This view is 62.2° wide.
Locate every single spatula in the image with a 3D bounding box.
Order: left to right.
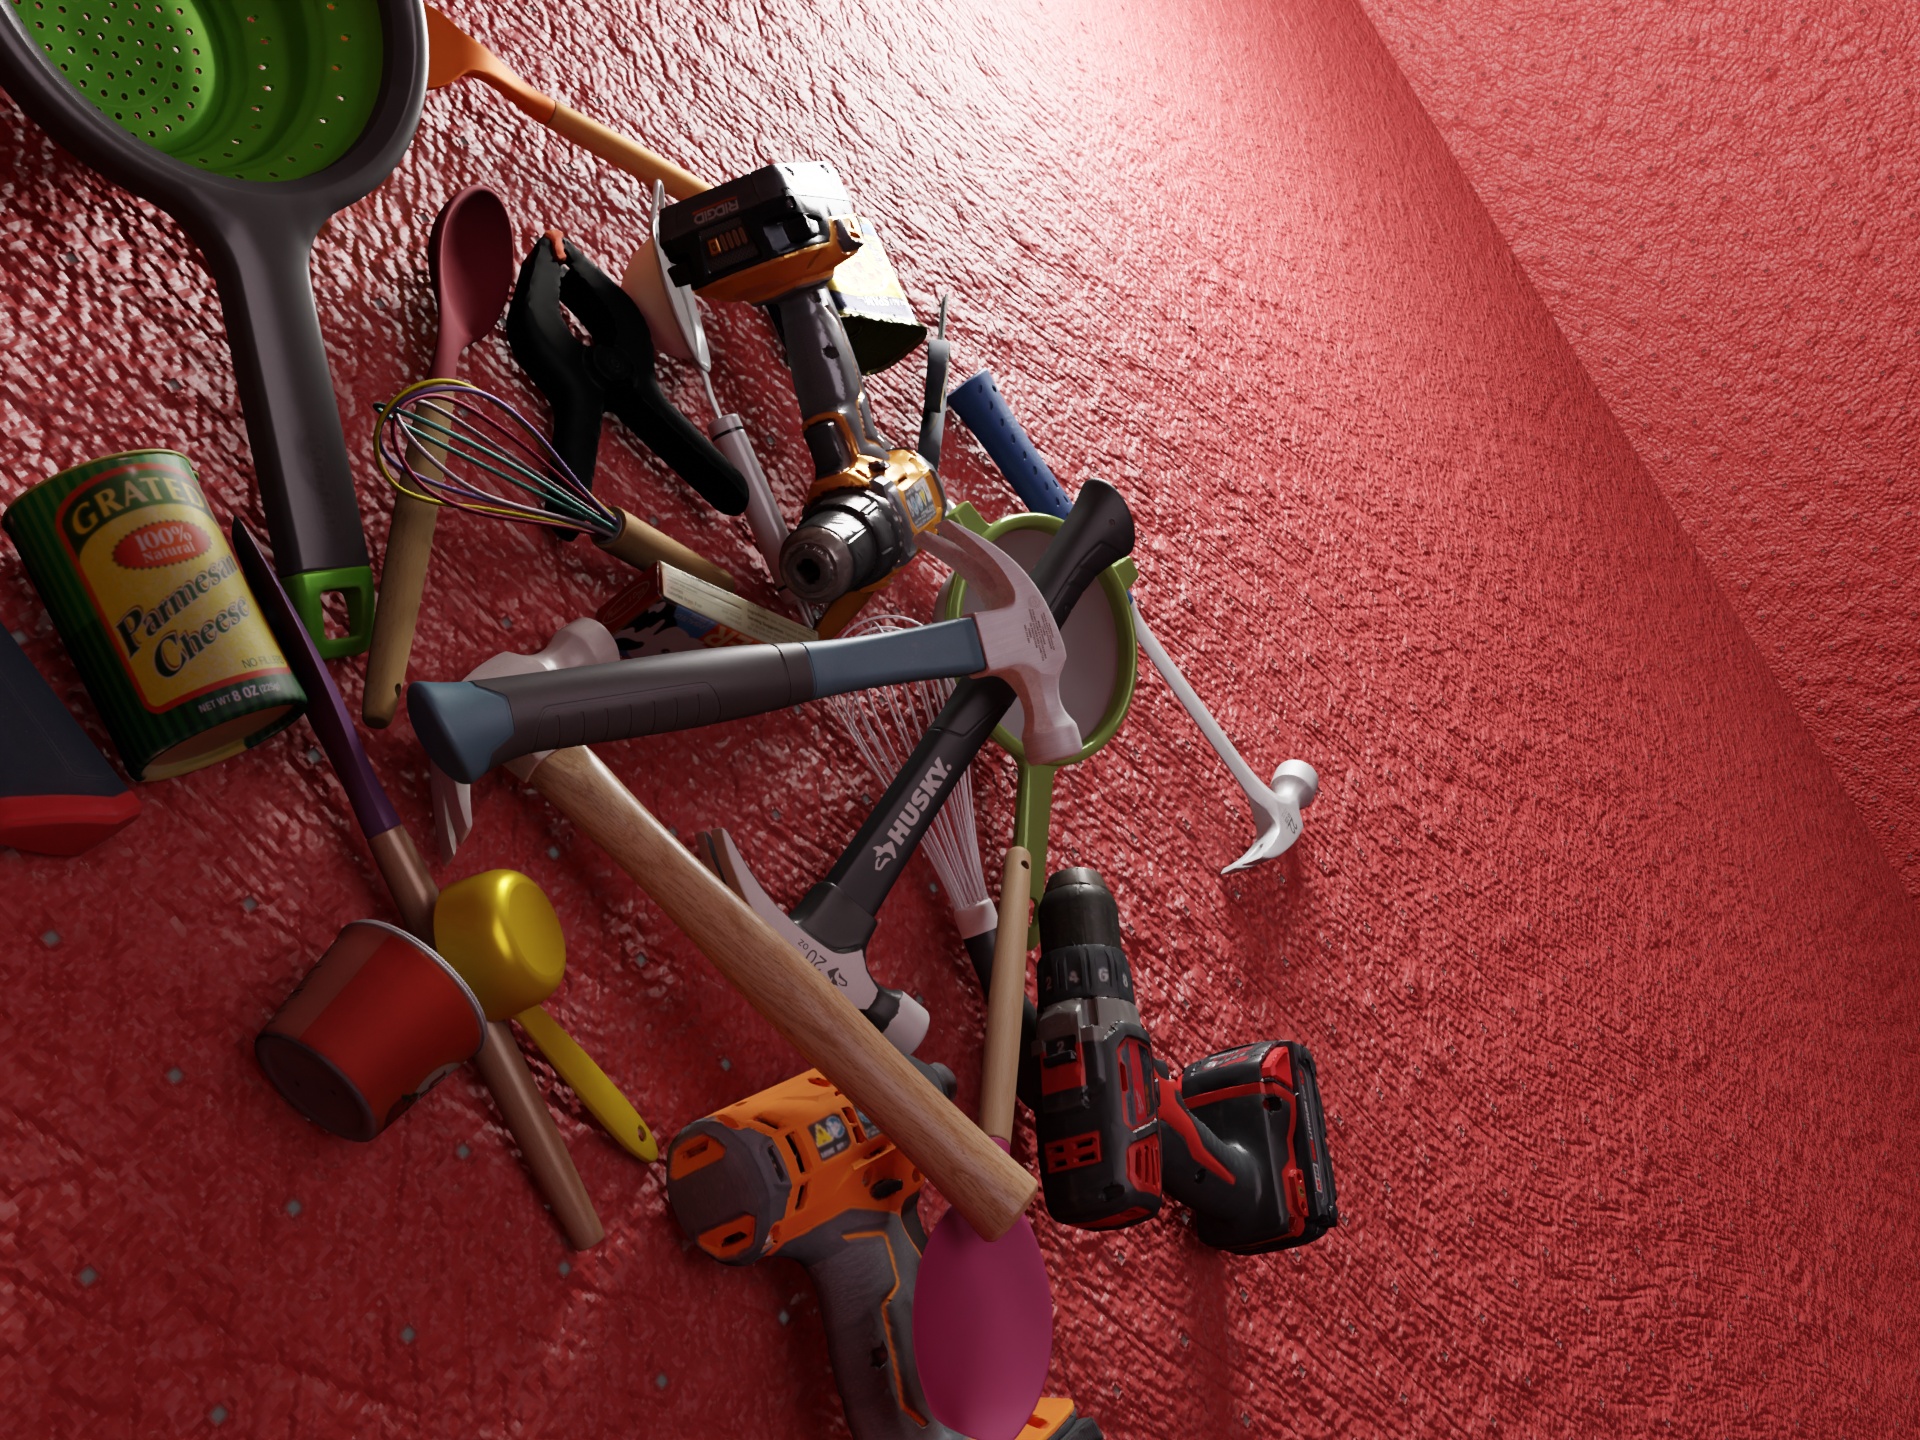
[{"bbox_3d":[-0.213,0.066,0.622,0.018,0.060,0.316,-27,95,-28],"label":"spatula"},{"bbox_3d":[-0.219,-0.327,0.896,0.322,0.041,0.081,14,56,-50],"label":"spatula"}]

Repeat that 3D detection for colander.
[{"bbox_3d":[-0.319,-0.218,0.663,0.204,0.094,0.397,-16,98,-53],"label":"colander"}]

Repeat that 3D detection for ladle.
[{"bbox_3d":[-0.235,-0.127,0.710,0.069,0.031,0.316,78,6,-54],"label":"ladle"}]

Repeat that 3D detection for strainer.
[{"bbox_3d":[-0.135,-0.168,0.875,0.087,0.050,0.258,-56,122,-86],"label":"strainer"},{"bbox_3d":[0.029,0.007,0.944,0.151,0.069,0.256,12,77,-39],"label":"strainer"}]

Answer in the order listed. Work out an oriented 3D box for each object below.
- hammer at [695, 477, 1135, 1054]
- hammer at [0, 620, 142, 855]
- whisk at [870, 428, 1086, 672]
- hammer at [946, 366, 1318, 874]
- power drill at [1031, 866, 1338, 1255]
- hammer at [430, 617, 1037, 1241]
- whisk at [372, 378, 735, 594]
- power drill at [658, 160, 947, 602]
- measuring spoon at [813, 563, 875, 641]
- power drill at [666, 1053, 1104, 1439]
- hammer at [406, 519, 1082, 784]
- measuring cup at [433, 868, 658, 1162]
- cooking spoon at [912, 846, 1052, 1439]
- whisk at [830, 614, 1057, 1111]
[{"bbox_3d":[-0.001,-0.003,0.829,0.146,0.035,0.335,42,63,-18],"label":"hammer"},{"bbox_3d":[-0.397,-0.124,0.534,0.386,0.038,0.143,55,35,-8],"label":"hammer"},{"bbox_3d":[0.012,-0.104,1.004,0.246,0.059,0.058,43,48,-16],"label":"whisk"},{"bbox_3d":[0.120,-0.069,1.118,0.405,0.035,0.144,53,37,-11],"label":"hammer"},{"bbox_3d":[0.115,0.195,0.879,0.226,0.080,0.188,32,45,-44],"label":"power drill"},{"bbox_3d":[-0.096,0.097,0.683,0.331,0.031,0.130,44,42,5],"label":"hammer"},{"bbox_3d":[-0.179,-0.094,0.732,0.244,0.051,0.047,29,69,-62],"label":"whisk"},{"bbox_3d":[-0.082,-0.177,0.857,0.185,0.084,0.226,-56,128,-66],"label":"power drill"},{"bbox_3d":[-0.064,-0.064,0.906,0.117,0.011,0.021,-59,139,-54],"label":"measuring spoon"},{"bbox_3d":[-0.020,0.259,0.702,0.164,0.084,0.226,-12,73,-54],"label":"power drill"},{"bbox_3d":[-0.084,-0.019,0.727,0.331,0.033,0.128,-11,85,-37],"label":"hammer"},{"bbox_3d":[-0.154,0.122,0.639,0.156,0.029,0.062,60,13,-29],"label":"measuring cup"},{"bbox_3d":[0.017,0.176,0.741,0.068,0.017,0.319,29,38,-18],"label":"cooking spoon"},{"bbox_3d":[-0.003,0.078,0.865,0.070,0.070,0.284,-15,84,-53],"label":"whisk"}]
